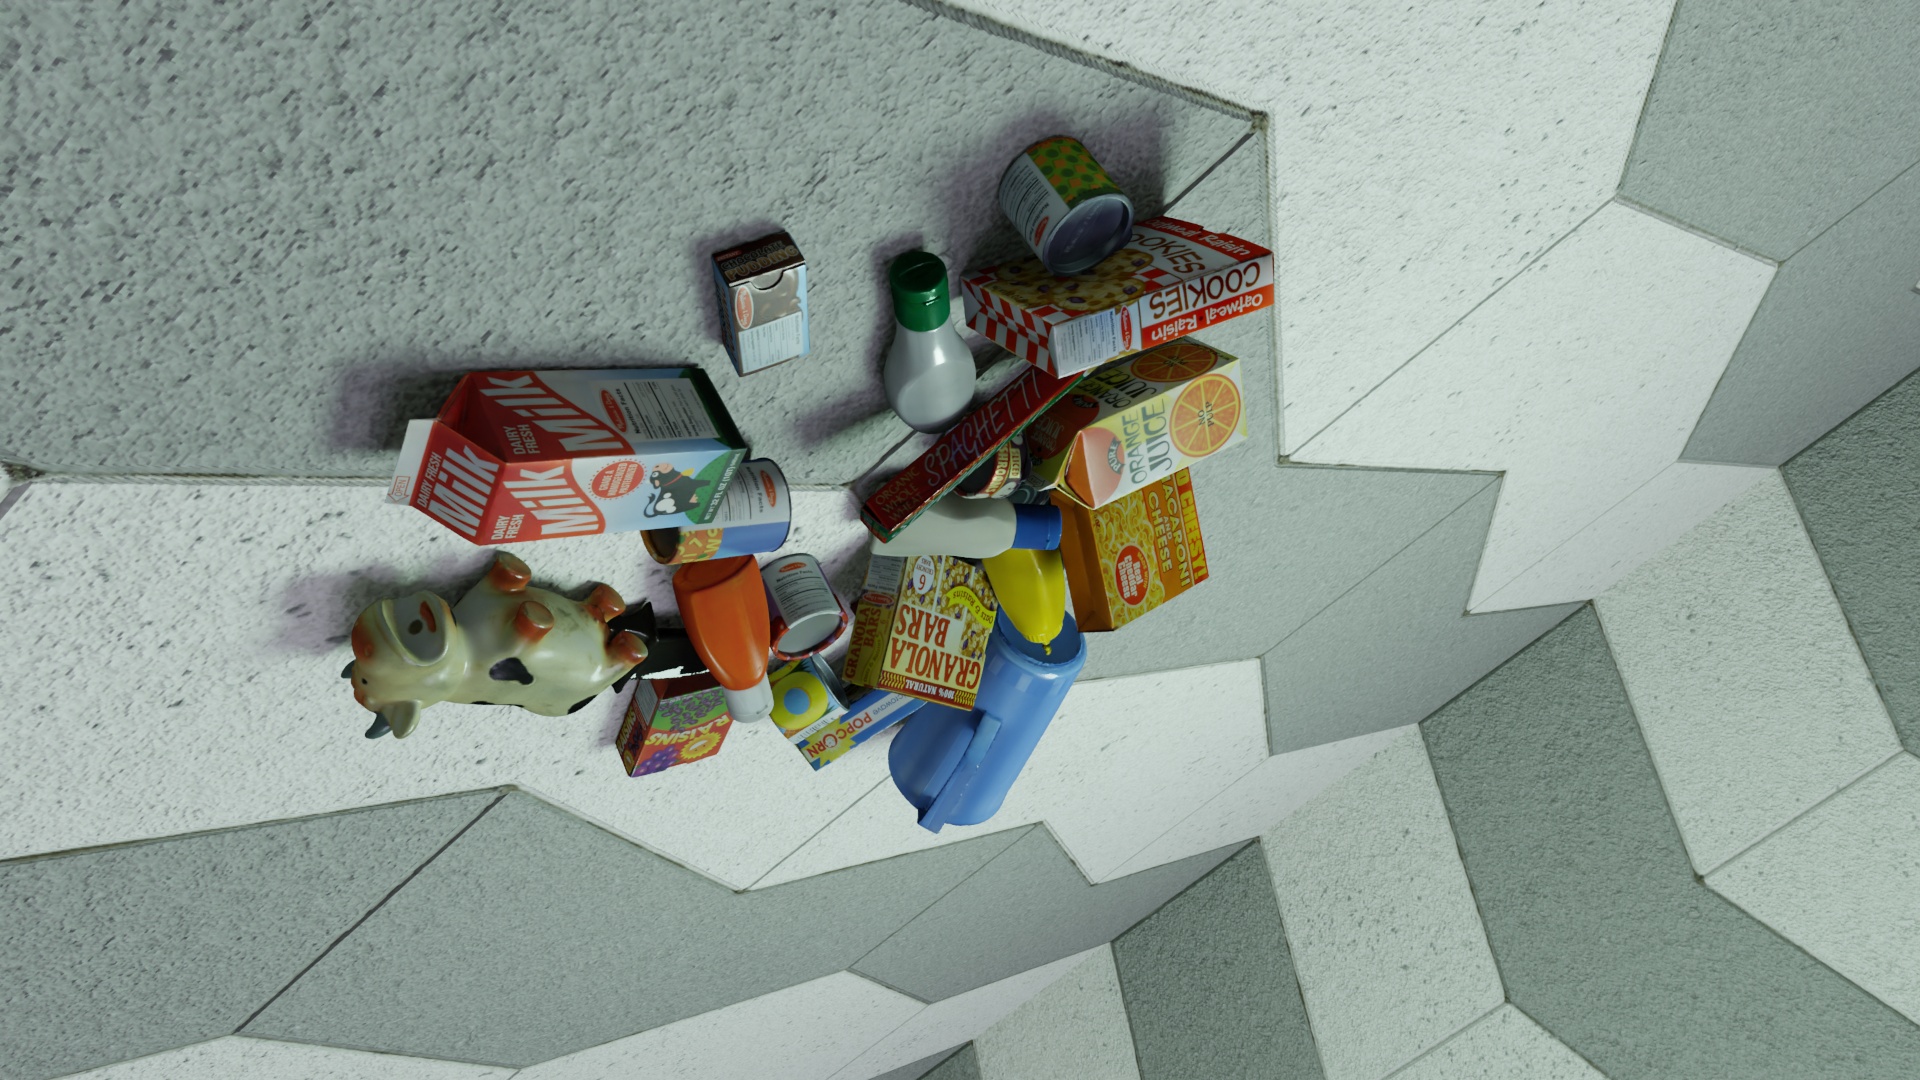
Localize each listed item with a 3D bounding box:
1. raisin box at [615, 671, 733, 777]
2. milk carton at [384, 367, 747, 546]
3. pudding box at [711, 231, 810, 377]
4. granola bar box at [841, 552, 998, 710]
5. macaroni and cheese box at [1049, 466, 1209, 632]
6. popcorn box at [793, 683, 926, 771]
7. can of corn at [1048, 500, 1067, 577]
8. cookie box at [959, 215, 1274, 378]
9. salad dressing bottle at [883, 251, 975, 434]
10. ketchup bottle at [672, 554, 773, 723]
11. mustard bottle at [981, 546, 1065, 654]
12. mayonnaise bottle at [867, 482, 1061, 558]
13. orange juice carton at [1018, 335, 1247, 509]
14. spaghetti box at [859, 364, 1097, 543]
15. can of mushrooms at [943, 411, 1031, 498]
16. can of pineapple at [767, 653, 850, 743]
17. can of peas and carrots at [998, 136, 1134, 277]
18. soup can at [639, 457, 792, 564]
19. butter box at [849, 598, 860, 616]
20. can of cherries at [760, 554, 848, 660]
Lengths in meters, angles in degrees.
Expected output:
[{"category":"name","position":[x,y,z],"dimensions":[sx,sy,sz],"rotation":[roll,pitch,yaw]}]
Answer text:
[{"category":"raisin box","position":[-0.234,0.145,1.171],"dimensions":[0.086,0.040,0.122],"rotation":[-11,147,-36]},{"category":"milk carton","position":[-0.231,-0.050,0.811],"dimensions":[0.191,0.073,0.072],"rotation":[-7,144,-39]},{"category":"pudding box","position":[-0.117,-0.140,0.828],"dimensions":[0.050,0.030,0.083],"rotation":[-22,151,-17]},{"category":"granola bar box","position":[-0.028,0.073,1.185],"dimensions":[0.165,0.039,0.124],"rotation":[25,76,-58]},{"category":"macaroni and cheese box","position":[0.148,-0.004,1.196],"dimensions":[0.040,0.123,0.167],"rotation":[-5,-170,39]},{"category":"popcorn box","position":[-0.087,0.154,1.286],"dimensions":[0.126,0.038,0.085],"rotation":[-32,-171,9]},{"category":"can of corn","position":[0.109,-0.009,1.247],"dimensions":[0.071,0.058,0.070],"rotation":[-25,152,-14]},{"category":"cookie box","position":[0.102,-0.165,0.911],"dimensions":[0.168,0.123,0.040],"rotation":[-21,121,-20]},{"category":"salad dressing bottle","position":[-0.023,-0.130,0.929],"dimensions":[0.064,0.044,0.147],"rotation":[-25,151,-12]},{"category":"ketchup bottle","position":[-0.173,0.075,1.057],"dimensions":[0.065,0.043,0.148],"rotation":[-33,134,-29]},{"category":"mustard bottle","position":[0.062,0.044,1.233],"dimensions":[0.049,0.065,0.159],"rotation":[-55,144,-35]},{"category":"mayonnaise bottle","position":[0.004,-0.014,1.092],"dimensions":[0.148,0.041,0.064],"rotation":[3,141,-12]},{"category":"orange juice carton","position":[0.125,-0.087,1.088],"dimensions":[0.193,0.072,0.072],"rotation":[-25,122,-18]},{"category":"spaghetti box","position":[0.030,-0.088,0.996],"dimensions":[0.250,0.029,0.050],"rotation":[-40,176,-12]},{"category":"can of mushrooms","position":[0.019,-0.064,1.051],"dimensions":[0.033,0.071,0.070],"rotation":[-1,140,-42]},{"category":"can of pineapple","position":[-0.139,0.136,1.226],"dimensions":[0.058,0.071,0.071],"rotation":[-32,153,2]},{"category":"can of peas and carrots","position":[0.068,-0.210,0.872],"dimensions":[0.071,0.059,0.070],"rotation":[-25,153,-14]},{"category":"soup can","position":[-0.168,-0.019,0.938],"dimensions":[0.084,0.071,0.071],"rotation":[-8,144,-38]},{"category":"butter box","position":[-0.058,0.070,1.245],"dimensions":[0.053,0.024,0.103],"rotation":[-31,153,0]},{"category":"can of cherries","position":[-0.130,0.055,1.107],"dimensions":[0.071,0.058,0.071],"rotation":[-24,151,-14]}]
